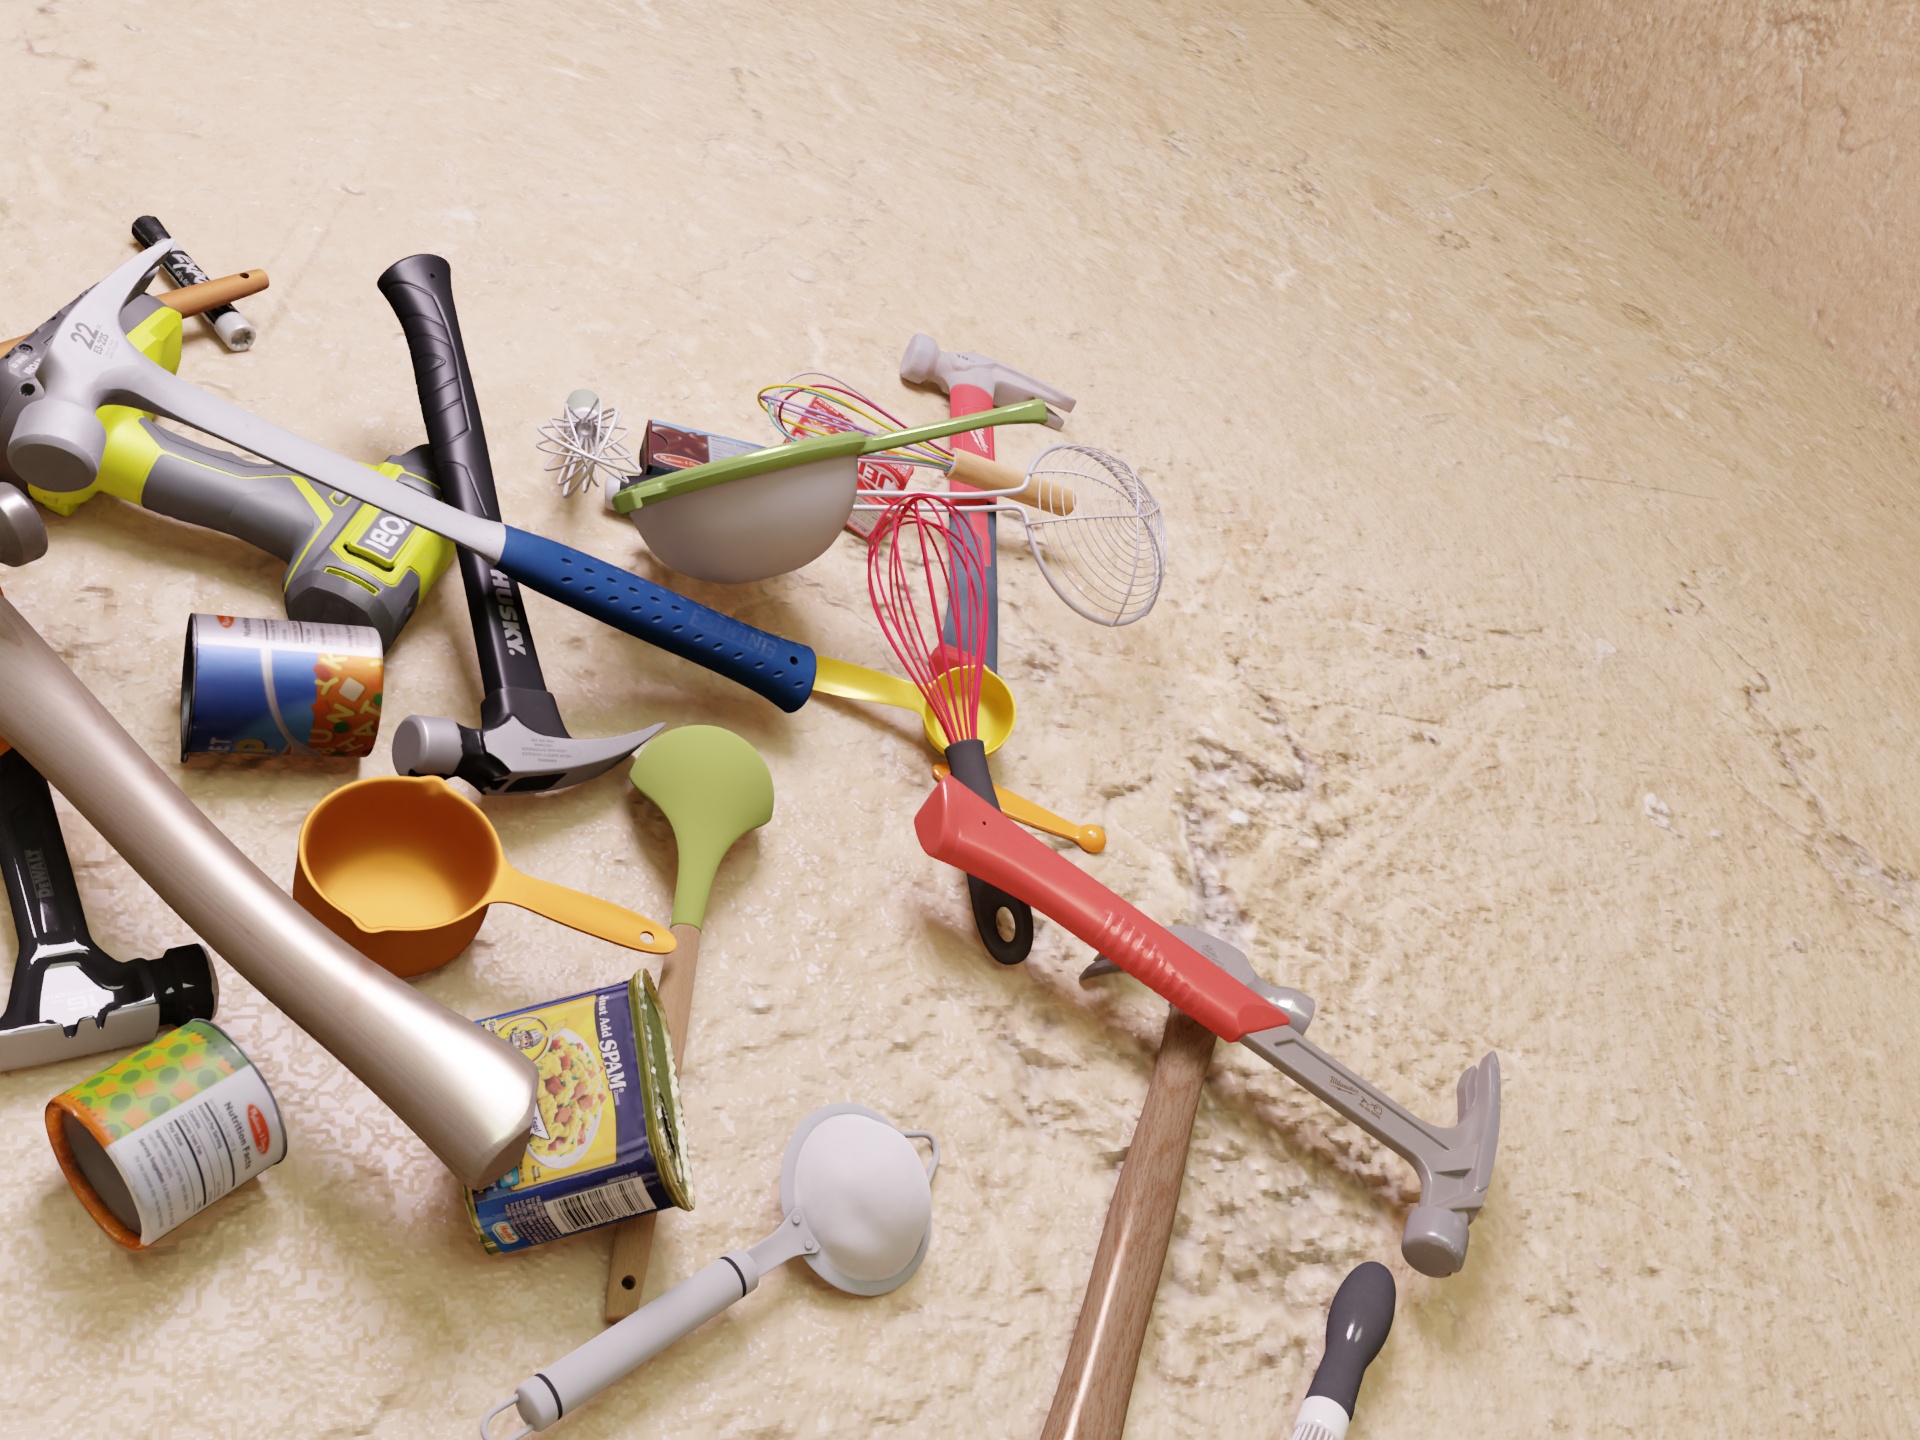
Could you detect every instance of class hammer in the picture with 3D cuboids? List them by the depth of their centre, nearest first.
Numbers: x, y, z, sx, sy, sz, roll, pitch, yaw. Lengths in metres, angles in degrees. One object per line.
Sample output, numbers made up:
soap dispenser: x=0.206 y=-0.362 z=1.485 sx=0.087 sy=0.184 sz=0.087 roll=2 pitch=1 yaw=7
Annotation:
hammer: x=-0.335 y=0.050 z=0.649 sx=0.411 sy=0.038 sz=0.146 roll=38 pitch=46 yaw=14
hammer: x=-0.436 y=0.005 z=0.705 sx=0.127 sy=0.034 sz=0.337 roll=-7 pitch=52 yaw=-38
hammer: x=0.095 y=0.226 z=0.800 sx=0.130 sy=0.031 sz=0.331 roll=30 pitch=40 yaw=-1
hammer: x=-0.242 y=-0.098 z=0.802 sx=0.405 sy=0.035 sz=0.144 roll=25 pitch=45 yaw=-36
hammer: x=0.133 y=0.139 z=0.855 sx=0.359 sy=0.036 sz=0.149 roll=35 pitch=40 yaw=0
hammer: x=-0.258 y=-0.114 z=0.858 sx=0.146 sy=0.035 sz=0.335 roll=6 pitch=57 yaw=-48
hammer: x=0.023 y=-0.145 z=1.140 sx=0.143 sy=0.038 sz=0.387 roll=18 pitch=41 yaw=-17

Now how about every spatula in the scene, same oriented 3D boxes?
spatula: x=-0.515 y=-0.203 z=0.858 sx=0.081 sy=0.041 sz=0.322 roll=39 pitch=45 yaw=12

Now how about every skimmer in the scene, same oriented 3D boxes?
skimmer: x=-0.042 y=-0.126 z=1.034 sx=0.363 sy=0.090 sz=0.127 roll=2 pitch=68 yaw=-2

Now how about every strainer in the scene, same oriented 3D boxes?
strainer: x=-0.086 y=0.230 z=0.671 sx=0.258 sy=0.050 sz=0.087 roll=-21 pitch=80 yaw=-43
strainer: x=-0.068 y=-0.128 z=0.921 sx=0.256 sy=0.069 sz=0.151 roll=-14 pitch=7 yaw=-5

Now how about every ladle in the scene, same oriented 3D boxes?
ladle: x=-0.139 y=0.129 z=0.761 sx=0.078 sy=0.062 sz=0.320 roll=17 pitch=48 yaw=-17

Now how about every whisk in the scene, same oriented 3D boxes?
whisk: x=0.151 y=0.338 z=0.704 sx=0.070 sy=0.070 sz=0.284 roll=38 pitch=35 yaw=9
whisk: x=-0.001 y=-0.003 z=0.918 sx=0.073 sy=0.073 sz=0.296 roll=0 pitch=66 yaw=-31
whisk: x=-0.221 y=-0.172 z=0.943 sx=0.059 sy=0.058 sz=0.246 roll=21 pitch=11 yaw=-19
whisk: x=-0.024 y=-0.183 z=1.083 sx=0.244 sy=0.047 sz=0.051 roll=15 pitch=41 yaw=-27

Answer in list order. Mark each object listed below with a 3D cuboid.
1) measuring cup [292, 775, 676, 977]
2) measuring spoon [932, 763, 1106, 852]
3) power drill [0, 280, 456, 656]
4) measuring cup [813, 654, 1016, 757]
measuring cup: x=-0.220 y=0.089 z=0.736 sx=0.173 sy=0.052 sz=0.095 roll=21 pitch=40 yaw=-13
measuring spoon: x=0.037 y=0.050 z=0.963 sx=0.117 sy=0.011 sz=0.021 roll=24 pitch=40 yaw=-7
power drill: x=-0.381 y=-0.138 z=0.859 sx=0.223 sy=0.080 sz=0.171 roll=26 pitch=40 yaw=-11
measuring cup: x=-0.043 y=-0.014 z=0.971 sx=0.156 sy=0.029 sz=0.062 roll=14 pitch=75 yaw=1
